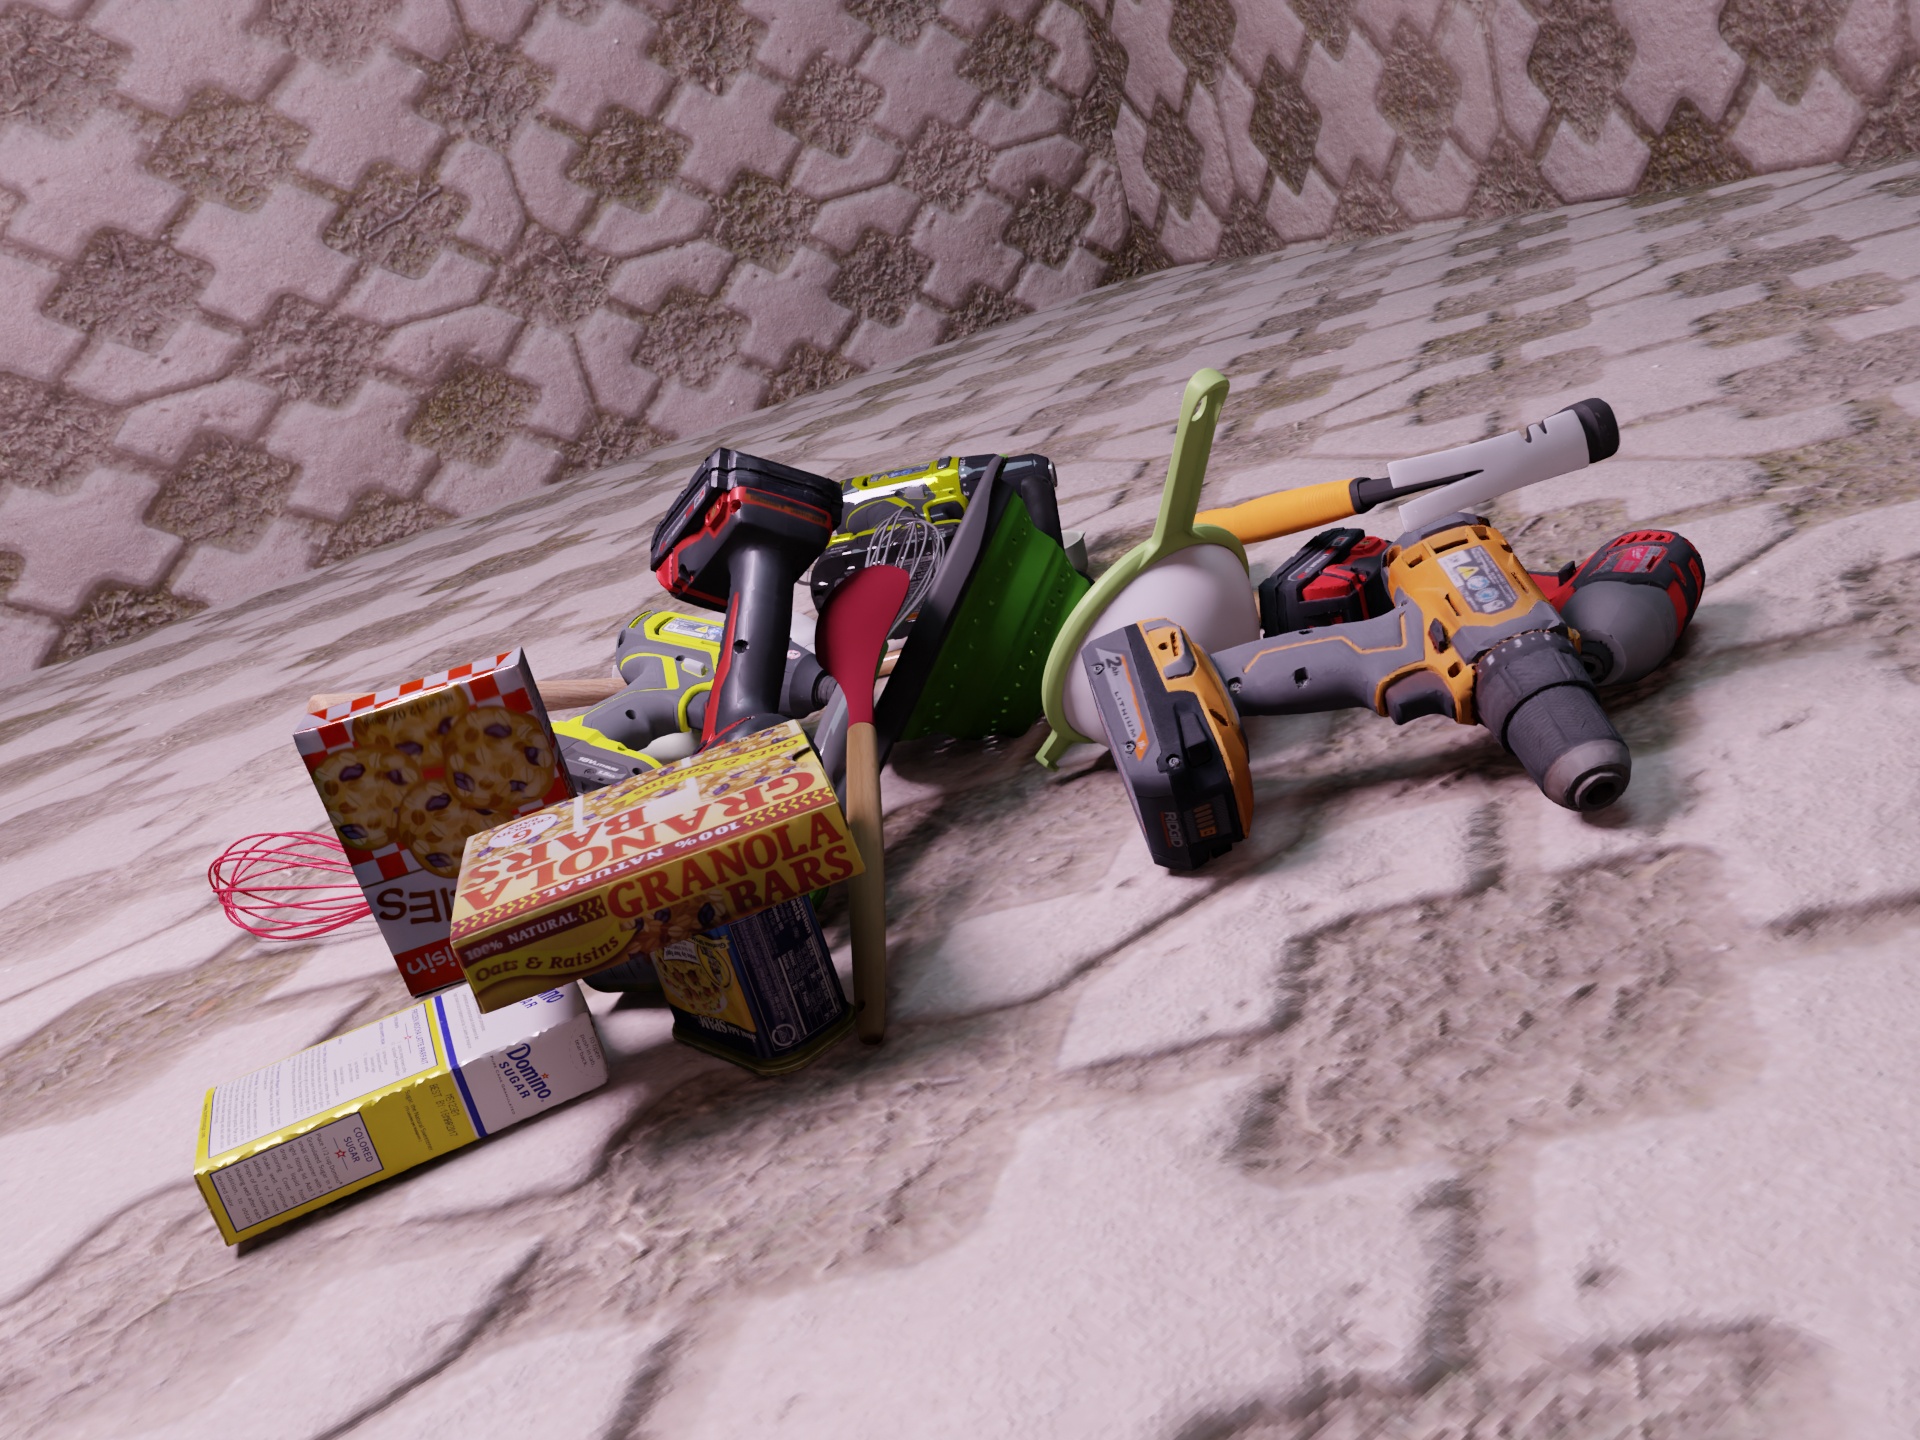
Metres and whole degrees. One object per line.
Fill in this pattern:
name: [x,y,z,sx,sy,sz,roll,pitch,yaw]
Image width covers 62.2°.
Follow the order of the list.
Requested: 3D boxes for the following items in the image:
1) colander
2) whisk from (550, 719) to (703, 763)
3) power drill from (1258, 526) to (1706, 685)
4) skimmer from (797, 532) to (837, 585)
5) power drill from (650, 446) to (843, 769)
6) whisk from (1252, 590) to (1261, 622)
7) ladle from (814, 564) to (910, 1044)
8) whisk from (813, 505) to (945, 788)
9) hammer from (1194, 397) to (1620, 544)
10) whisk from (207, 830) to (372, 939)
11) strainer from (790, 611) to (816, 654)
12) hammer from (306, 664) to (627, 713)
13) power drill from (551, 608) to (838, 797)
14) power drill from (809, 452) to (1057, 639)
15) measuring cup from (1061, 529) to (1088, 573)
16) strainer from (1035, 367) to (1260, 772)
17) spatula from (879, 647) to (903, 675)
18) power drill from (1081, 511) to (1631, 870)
colander: [-0.001,-0.003,0.945,0.094,0.204,0.397,25,44,-2]
whisk: [-0.234,0.020,1.150,0.246,0.057,0.059,-4,56,20]
power drill: [0.289,-0.058,0.894,0.220,0.078,0.143,2,26,37]
skimmer: [-0.046,-0.115,1.397,0.127,0.090,0.364,-22,30,-17]
power drill: [-0.134,-0.015,0.889,0.080,0.227,0.188,13,-29,-26]
whisk: [0.165,-0.078,1.099,0.245,0.051,0.047,-5,16,23]
ladle: [-0.050,0.026,0.807,0.069,0.031,0.316,-32,40,26]
whisk: [-0.060,-0.050,1.073,0.055,0.055,0.239,-4,52,31]
hammer: [0.209,-0.122,0.907,0.127,0.034,0.337,-20,6,-18]
whisk: [-0.353,0.103,0.995,0.296,0.073,0.073,-3,23,22]
strainer: [-0.115,-0.053,1.217,0.087,0.050,0.258,-8,11,-20]
hammer: [-0.318,-0.018,1.188,0.331,0.031,0.130,-7,7,-42]
power drill: [-0.192,0.005,1.044,0.171,0.080,0.223,13,35,23]
power drill: [-0.021,-0.152,1.281,0.190,0.080,0.229,-10,27,12]
measuring cup: [0.063,-0.141,1.369,0.083,0.038,0.168,-18,17,-4]
strainer: [0.127,-0.067,0.857,0.151,0.256,0.069,-26,54,-26]
spatula: [0.052,-0.082,1.198,0.317,0.044,0.082,-15,25,8]
power drill: [0.189,-0.002,0.768,0.226,0.084,0.186,-19,43,2]
